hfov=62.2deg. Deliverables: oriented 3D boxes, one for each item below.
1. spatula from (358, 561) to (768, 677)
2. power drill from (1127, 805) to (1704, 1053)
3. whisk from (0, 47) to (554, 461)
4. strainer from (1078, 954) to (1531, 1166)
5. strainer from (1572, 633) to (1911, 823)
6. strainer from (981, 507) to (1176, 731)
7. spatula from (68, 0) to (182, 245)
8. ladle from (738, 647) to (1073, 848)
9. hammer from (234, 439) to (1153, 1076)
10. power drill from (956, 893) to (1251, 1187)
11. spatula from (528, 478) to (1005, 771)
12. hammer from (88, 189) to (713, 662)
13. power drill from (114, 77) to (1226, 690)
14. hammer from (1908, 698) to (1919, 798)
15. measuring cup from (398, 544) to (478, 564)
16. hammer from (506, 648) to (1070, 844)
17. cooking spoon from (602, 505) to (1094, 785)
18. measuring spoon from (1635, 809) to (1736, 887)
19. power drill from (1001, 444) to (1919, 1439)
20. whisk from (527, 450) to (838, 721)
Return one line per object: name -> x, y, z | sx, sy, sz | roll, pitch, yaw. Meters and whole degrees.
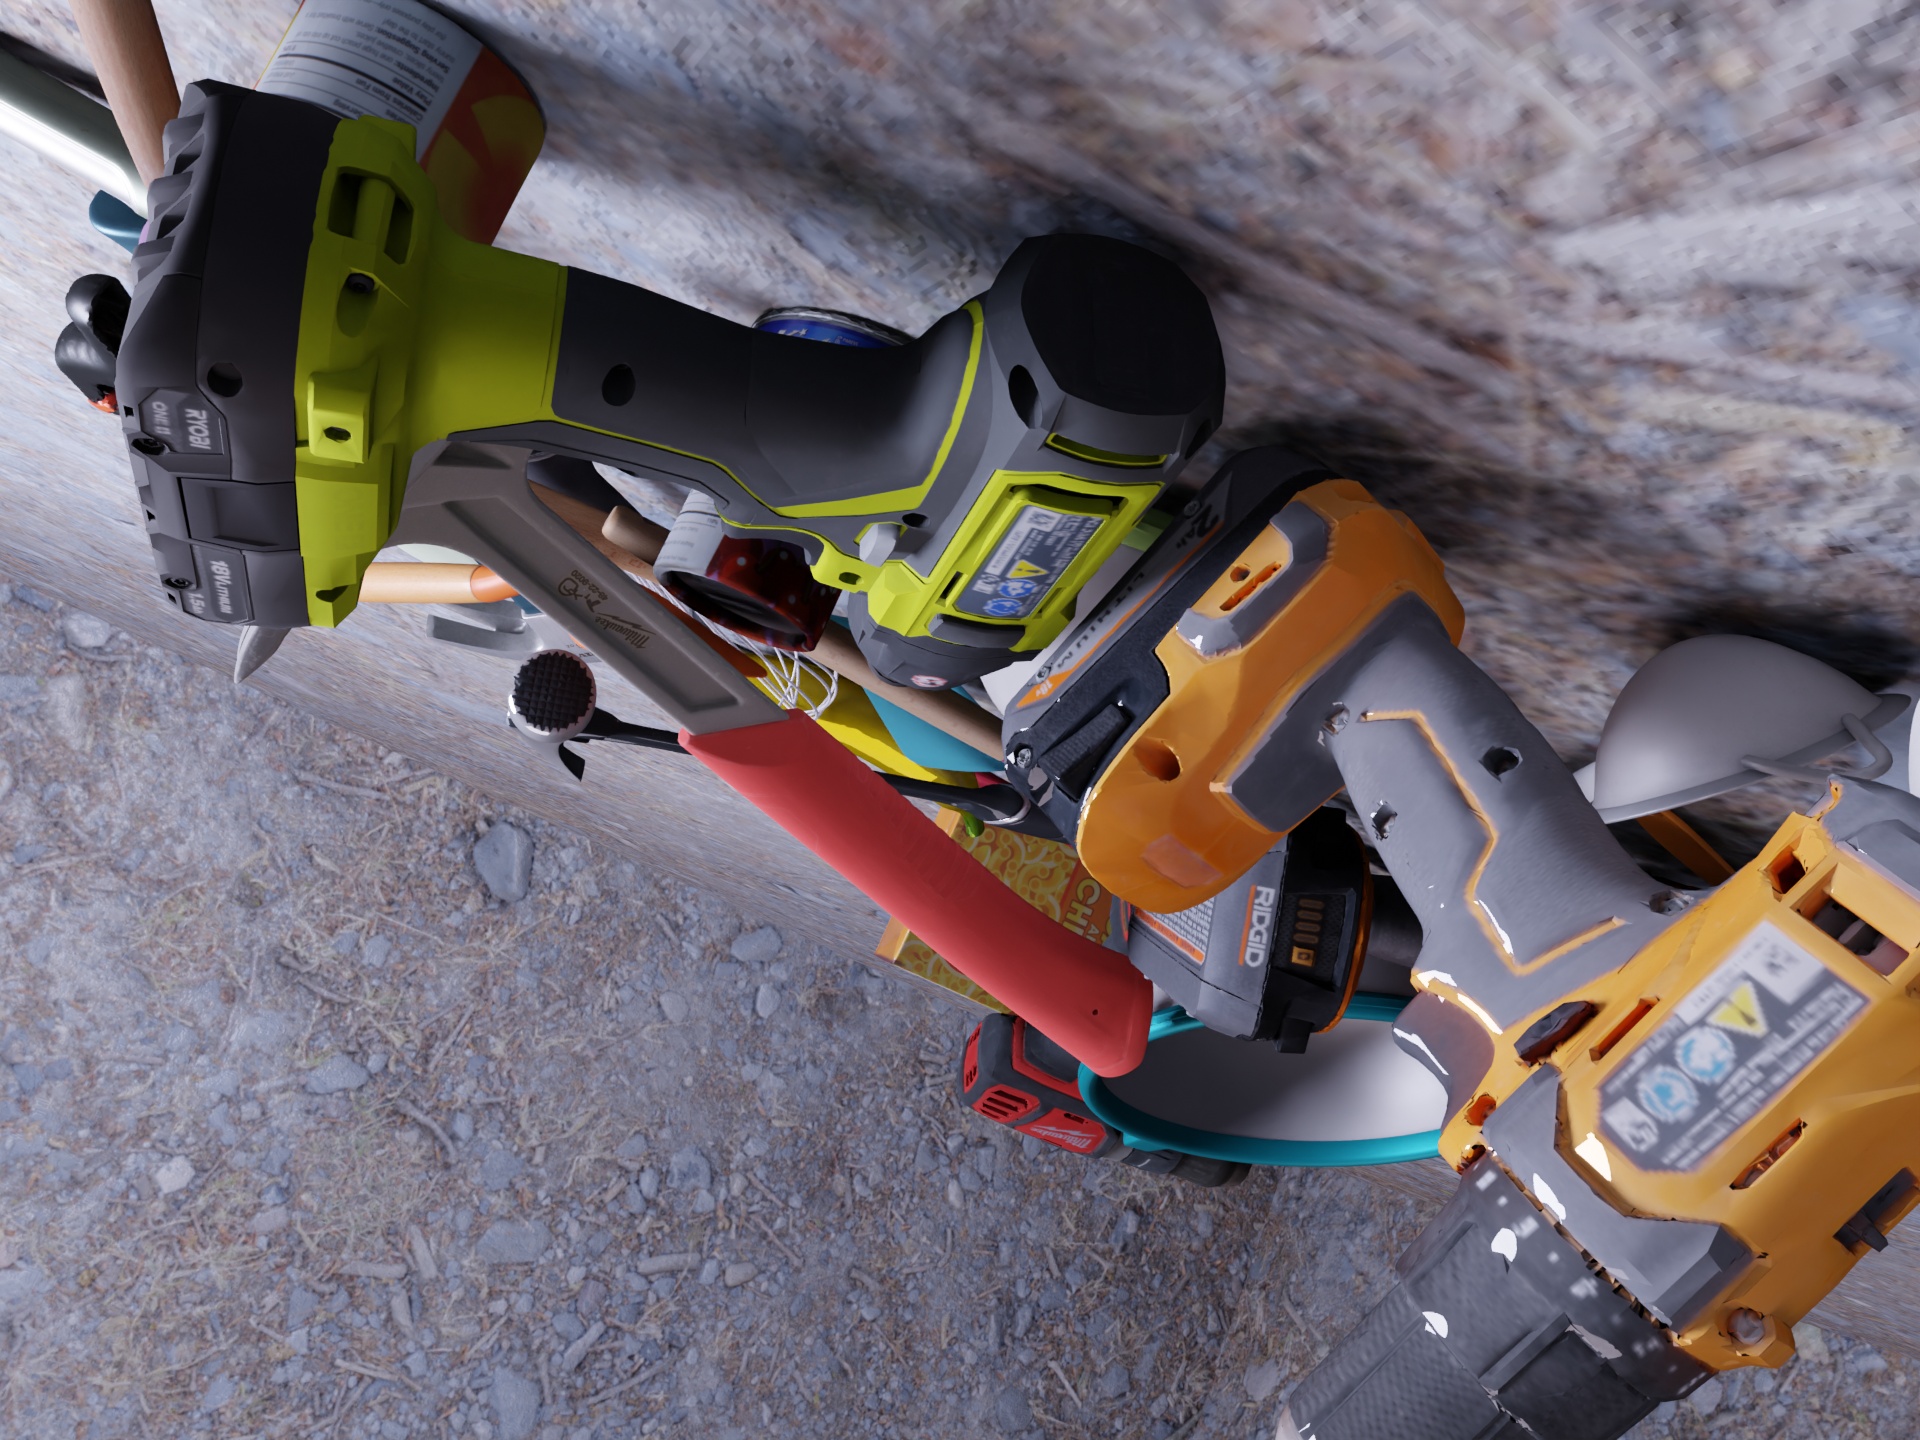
spatula -> -0.210, -0.047, 0.655 | 0.323, 0.041, 0.081 | 5, 178, 41
power drill -> 0.187, 0.079, 0.558 | 0.226, 0.084, 0.164 | 9, -178, -8
whisk -> -0.230, -0.157, 0.513 | 0.246, 0.059, 0.057 | 29, 154, -7
strainer -> 0.224, 0.128, 0.726 | 0.340, 0.095, 0.210 | -4, 147, 12
strainer -> 0.207, 0.015, 0.487 | 0.087, 0.050, 0.258 | -23, 168, 0
strainer -> 0.029, -0.017, 0.581 | 0.151, 0.069, 0.256 | 29, 167, -26
spatula -> -0.214, -0.159, 0.417 | 0.060, 0.018, 0.315 | 33, 156, 0
ladle -> -0.028, 0.013, 0.892 | 0.315, 0.031, 0.069 | 25, 165, -3
hammer -> -0.056, 0.030, 0.549 | 0.358, 0.149, 0.037 | 43, -175, -30
power drill -> 0.124, 0.177, 0.897 | 0.187, 0.080, 0.226 | 24, 126, -12
spatula -> -0.100, -0.044, 0.667 | 0.317, 0.044, 0.082 | 23, 165, -40
hammer -> -0.229, -0.108, 0.674 | 0.128, 0.033, 0.330 | -8, 153, 14
power drill -> -0.071, -0.061, 0.391 | 0.223, 0.080, 0.171 | 8, 154, -17
hammer -> 0.311, 0.052, 0.434 | 0.146, 0.035, 0.334 | 1, 164, 19
measuring cup -> -0.245, -0.103, 0.756 | 0.083, 0.038, 0.167 | 25, 168, -10
hammer -> -0.001, 0.038, 0.738 | 0.408, 0.036, 0.149 | 12, 168, -12
cooking spoon -> -0.001, -0.002, 0.650 | 0.318, 0.017, 0.069 | 29, -162, -16
measuring spoon -> 0.279, 0.051, 0.586 | 0.116, 0.011, 0.021 | 34, 169, -29
power drill -> 0.097, 0.054, 0.368 | 0.084, 0.185, 0.226 | 35, -171, -43
whisk -> -0.128, -0.062, 0.710 | 0.070, 0.070, 0.284 | 15, 159, 29
